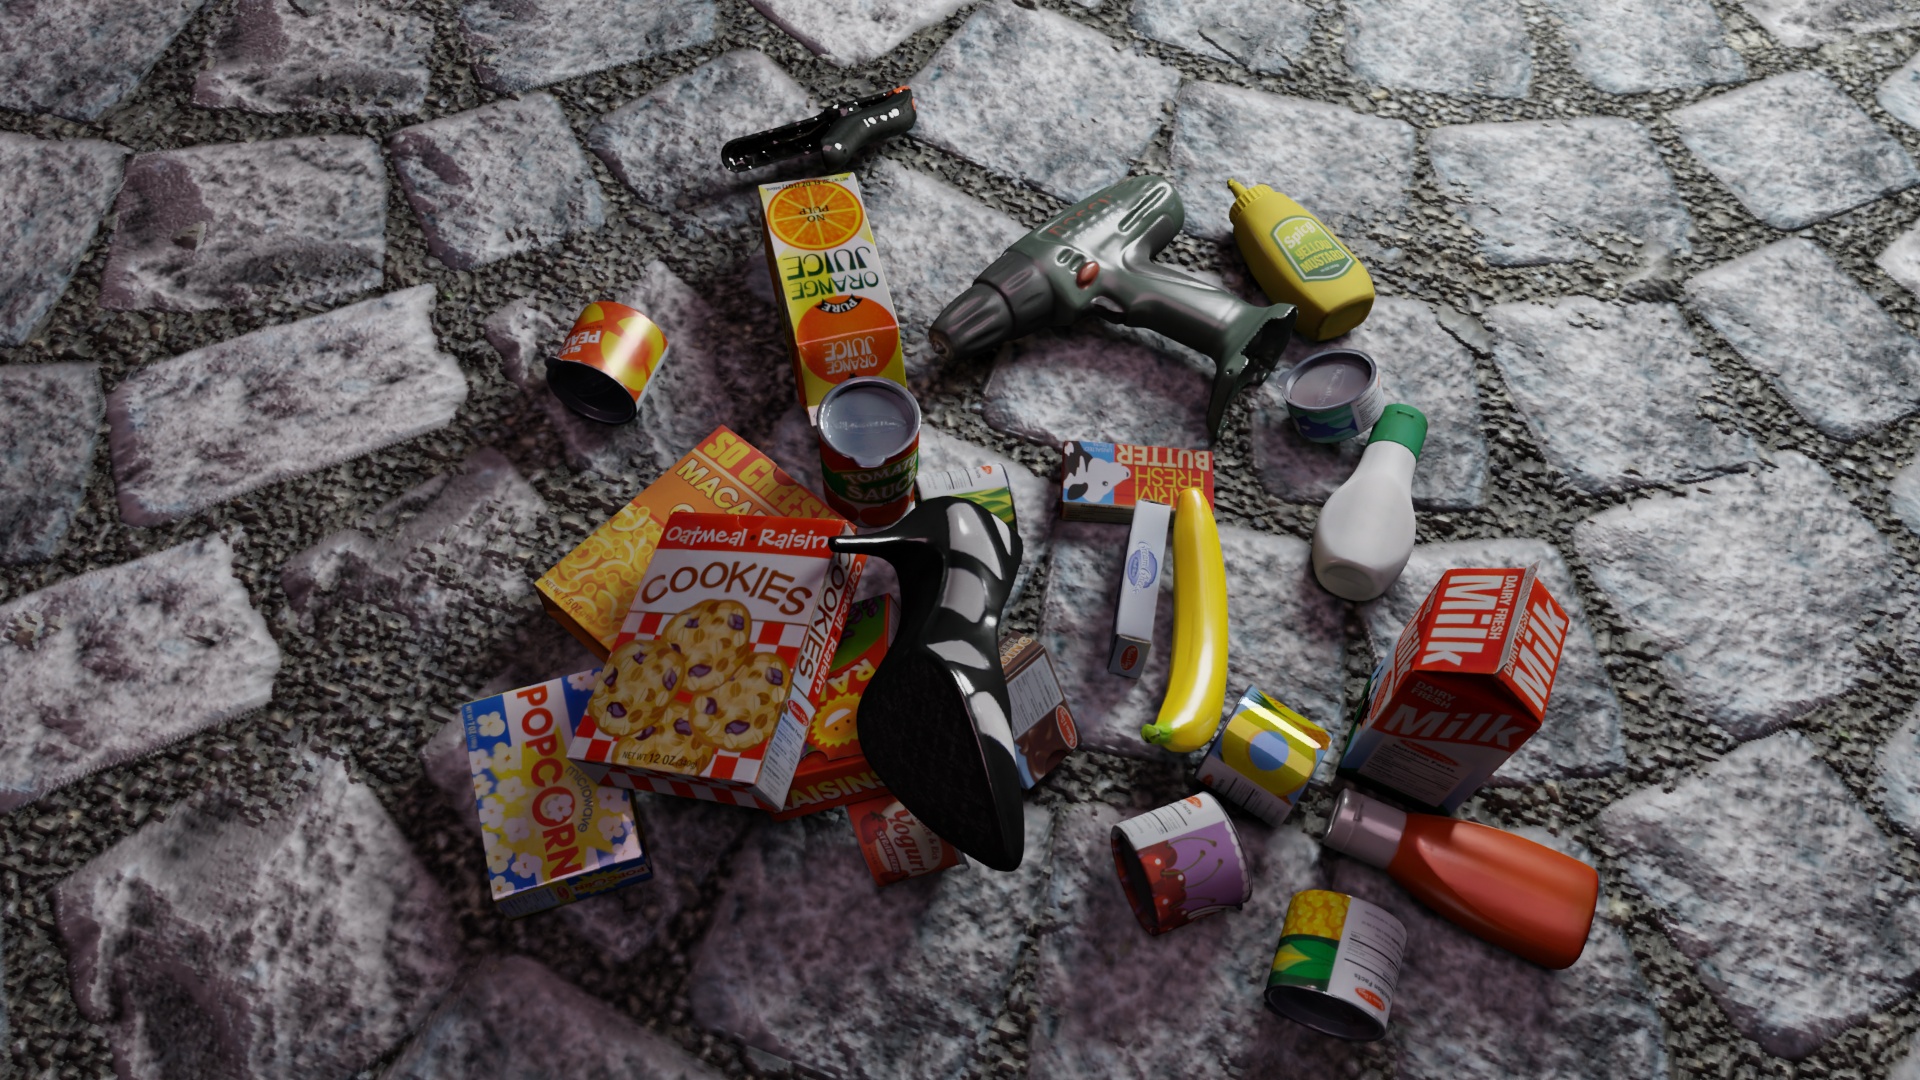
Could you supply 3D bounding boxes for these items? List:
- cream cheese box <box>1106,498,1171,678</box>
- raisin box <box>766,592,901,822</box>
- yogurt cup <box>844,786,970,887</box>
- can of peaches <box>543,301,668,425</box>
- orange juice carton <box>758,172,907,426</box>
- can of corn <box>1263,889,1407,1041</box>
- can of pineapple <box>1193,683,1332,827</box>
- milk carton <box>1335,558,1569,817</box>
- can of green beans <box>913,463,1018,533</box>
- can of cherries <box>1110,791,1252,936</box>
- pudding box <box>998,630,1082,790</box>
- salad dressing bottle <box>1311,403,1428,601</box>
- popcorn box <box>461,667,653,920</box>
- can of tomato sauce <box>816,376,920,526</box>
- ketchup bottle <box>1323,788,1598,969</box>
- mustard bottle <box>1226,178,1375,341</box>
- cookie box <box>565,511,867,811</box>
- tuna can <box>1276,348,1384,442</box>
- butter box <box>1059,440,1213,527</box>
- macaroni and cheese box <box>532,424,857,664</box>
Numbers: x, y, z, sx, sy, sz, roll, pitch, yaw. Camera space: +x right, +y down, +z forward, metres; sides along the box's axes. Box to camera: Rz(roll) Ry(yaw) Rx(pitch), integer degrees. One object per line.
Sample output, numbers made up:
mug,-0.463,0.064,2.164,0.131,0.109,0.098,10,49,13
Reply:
cream cheese box,0.114,0.031,0.890,0.024,0.053,0.104,11,59,4
raisin box,-0.074,0.096,0.815,0.086,0.040,0.124,-16,41,14
yogurt cup,-0.033,0.163,0.798,0.054,0.072,0.072,-22,62,-6
can of peaches,-0.244,-0.124,0.956,0.071,0.071,0.058,16,59,7
orange juice carton,-0.090,-0.165,0.987,0.072,0.072,0.193,-11,61,-10
can of corn,0.206,0.234,0.767,0.071,0.070,0.058,20,60,9
can of pineapple,0.181,0.127,0.828,0.058,0.070,0.071,32,63,14
milk carton,0.282,0.083,0.787,0.073,0.189,0.073,23,61,11
can of green beans,0.003,-0.014,0.904,0.058,0.071,0.071,-9,60,-7
can of cherries,0.125,0.187,0.791,0.058,0.071,0.072,-17,61,-13
pudding box,0.036,0.102,0.826,0.050,0.083,0.030,-38,35,-22
salad dressing bottle,0.282,-0.029,0.942,0.064,0.043,0.148,20,58,15
popcorn box,-0.237,0.145,0.812,0.085,0.038,0.127,-15,61,-12
can of tomato sauce,-0.059,-0.056,0.916,0.071,0.082,0.071,1,59,-2
ketchup bottle,0.289,0.190,0.809,0.149,0.043,0.065,23,60,11
mustard bottle,0.245,-0.223,1.052,0.065,0.048,0.161,-23,63,-18
cookie box,-0.136,0.063,0.797,0.123,0.040,0.168,3,58,23
tuna can,0.260,-0.101,0.975,0.071,0.032,0.071,-18,39,15
butter box,0.120,-0.038,0.949,0.103,0.024,0.053,4,59,0
macaroni and cheese box,-0.166,0.018,0.892,0.124,0.040,0.167,37,64,17
